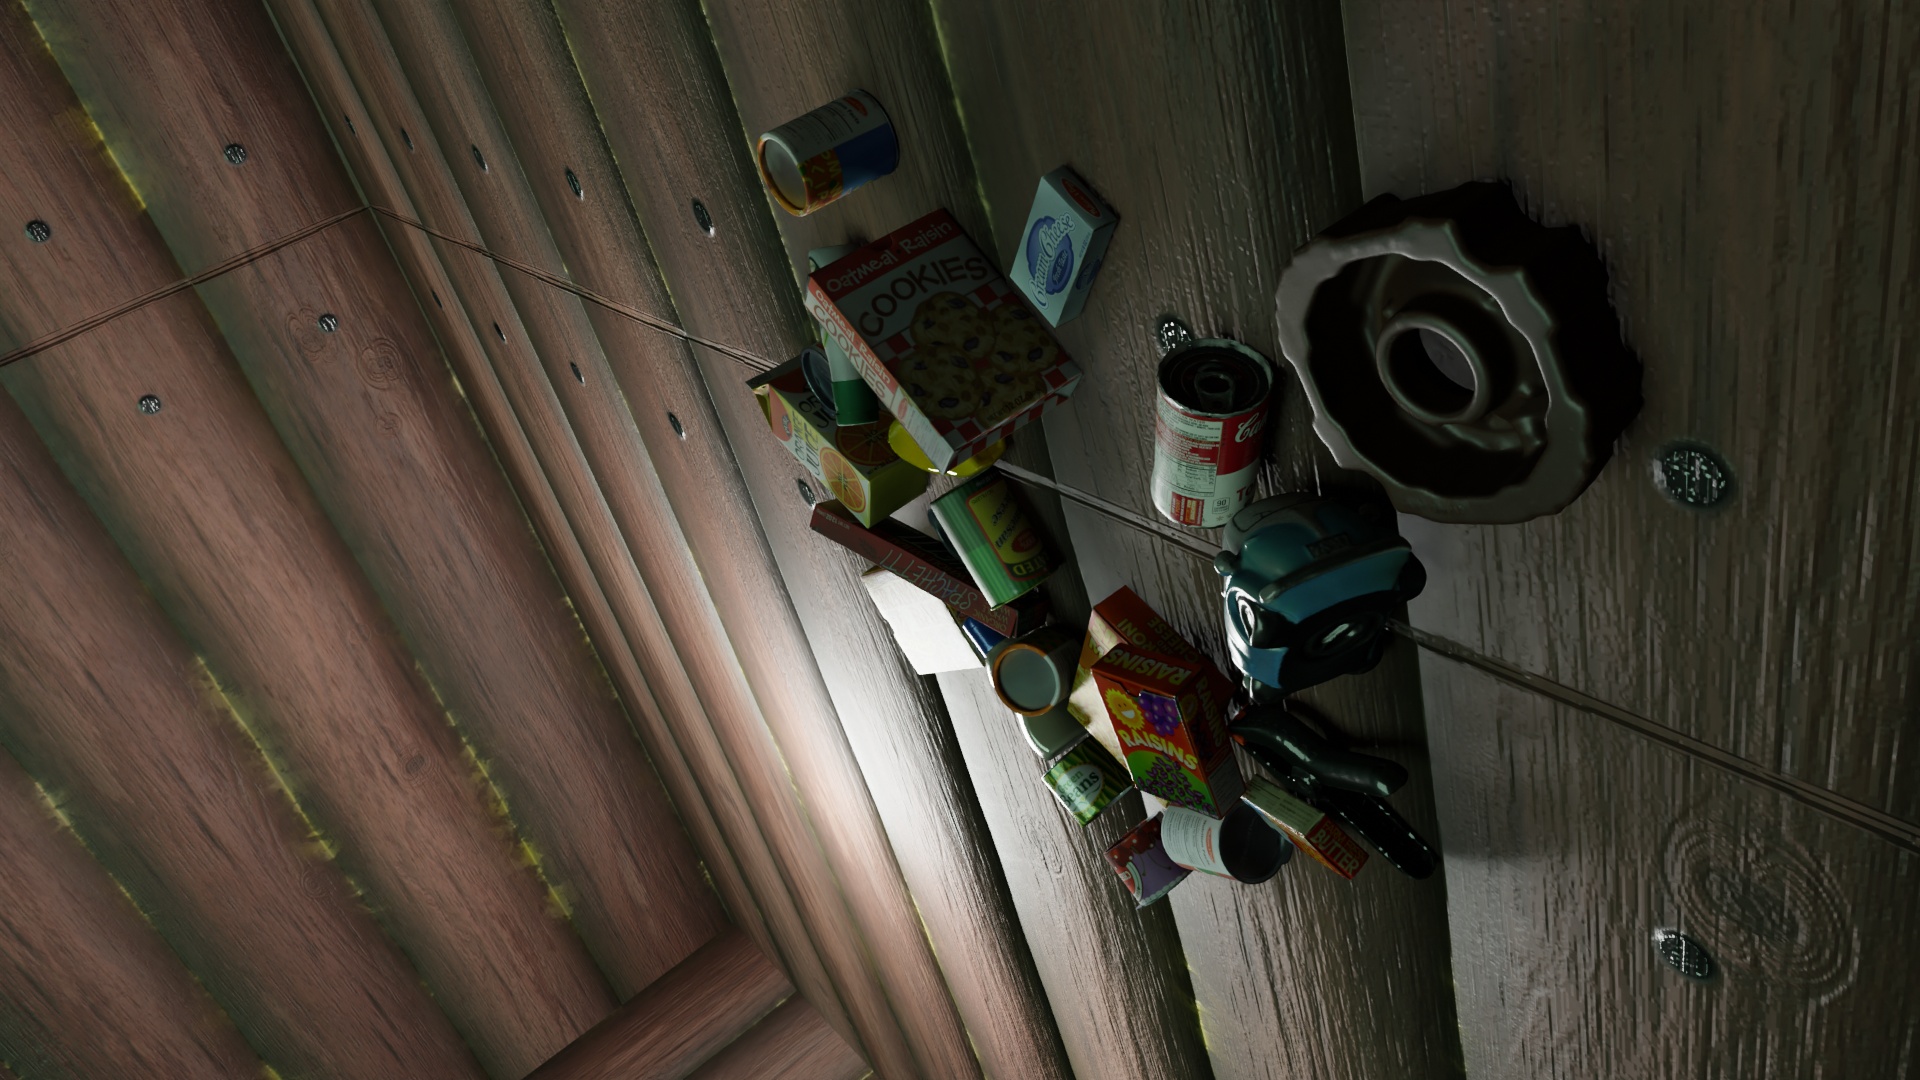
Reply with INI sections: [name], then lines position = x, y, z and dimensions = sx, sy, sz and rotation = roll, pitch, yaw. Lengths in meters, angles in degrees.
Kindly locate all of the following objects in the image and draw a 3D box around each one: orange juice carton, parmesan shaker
[orange juice carton]
position = -0.117, -0.107, 1.299
dimensions = 0.193, 0.072, 0.072
rotation = 44, 152, 26
[parmesan shaker]
position = 0.026, -0.003, 1.159
dimensions = 0.103, 0.071, 0.071
rotation = 58, 156, -3

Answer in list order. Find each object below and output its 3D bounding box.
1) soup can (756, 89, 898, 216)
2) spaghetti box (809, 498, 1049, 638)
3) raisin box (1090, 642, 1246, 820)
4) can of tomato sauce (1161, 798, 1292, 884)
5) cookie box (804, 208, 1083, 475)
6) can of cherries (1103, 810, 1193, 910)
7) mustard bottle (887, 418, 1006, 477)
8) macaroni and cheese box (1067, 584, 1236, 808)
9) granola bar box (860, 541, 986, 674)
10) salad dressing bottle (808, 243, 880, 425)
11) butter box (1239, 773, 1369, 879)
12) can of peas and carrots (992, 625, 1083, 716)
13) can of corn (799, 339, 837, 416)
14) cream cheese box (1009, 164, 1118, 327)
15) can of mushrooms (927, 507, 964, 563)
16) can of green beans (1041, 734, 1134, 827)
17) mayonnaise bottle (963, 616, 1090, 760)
[soup can]
position = -0.098, -0.285, 1.032
dimensions = 0.071, 0.084, 0.071
rotation = 42, 152, 29
[spaghetti box]
position = -0.031, 0.020, 1.265
dimensions = 0.250, 0.050, 0.028
rotation = 27, 118, 31
[raisin box]
position = 0.155, 0.142, 1.037
dimensions = 0.086, 0.040, 0.123
rotation = 14, 135, 49
[can of tomato sauce]
position = 0.212, 0.236, 1.113
dimensions = 0.071, 0.071, 0.083
rotation = 61, 156, -8
[cookie box]
position = -0.013, -0.146, 0.994
dimensions = 0.167, 0.123, 0.040
rotation = 51, 154, 12
[can of cherries]
position = 0.169, 0.286, 1.245
dimensions = 0.058, 0.072, 0.071
rotation = 53, 155, 9
[mustard bottle]
position = -0.022, -0.089, 1.172
dimensions = 0.160, 0.049, 0.065
rotation = 9, 128, 60
[macaroni and cheese box]
position = 0.150, 0.130, 1.126
dimensions = 0.124, 0.040, 0.165
rotation = 44, 153, 24
[granola bar box]
position = -0.029, 0.070, 1.390
dimensions = 0.124, 0.039, 0.165
rotation = 60, 155, -5
[salad dressing bottle]
position = -0.095, -0.170, 1.157
dimensions = 0.064, 0.044, 0.147
rotation = -161, 63, -73
[butter box]
position = 0.249, 0.208, 1.013
dimensions = 0.053, 0.024, 0.103
rotation = 43, 174, -16
[can of peas and carrots]
position = 0.067, 0.114, 1.206
dimensions = 0.071, 0.059, 0.070
rotation = 7, 104, 27
[can of corn]
position = -0.098, -0.151, 1.226
dimensions = 0.071, 0.058, 0.070
rotation = 42, 152, 29
[cream cheese box]
position = 0.066, -0.192, 0.911
dimensions = 0.053, 0.024, 0.103
rotation = 51, 155, 16
[can of mushrooms]
position = 0.004, -0.015, 1.230
dimensions = 0.071, 0.033, 0.070
rotation = 42, 153, 28
[can of green beans]
position = 0.117, 0.219, 1.265
dimensions = 0.058, 0.071, 0.071
rotation = 49, 155, 15
[mayonnaise bottle]
position = 0.059, 0.126, 1.271
dimensions = 0.148, 0.065, 0.041
rotation = 53, 164, 19
